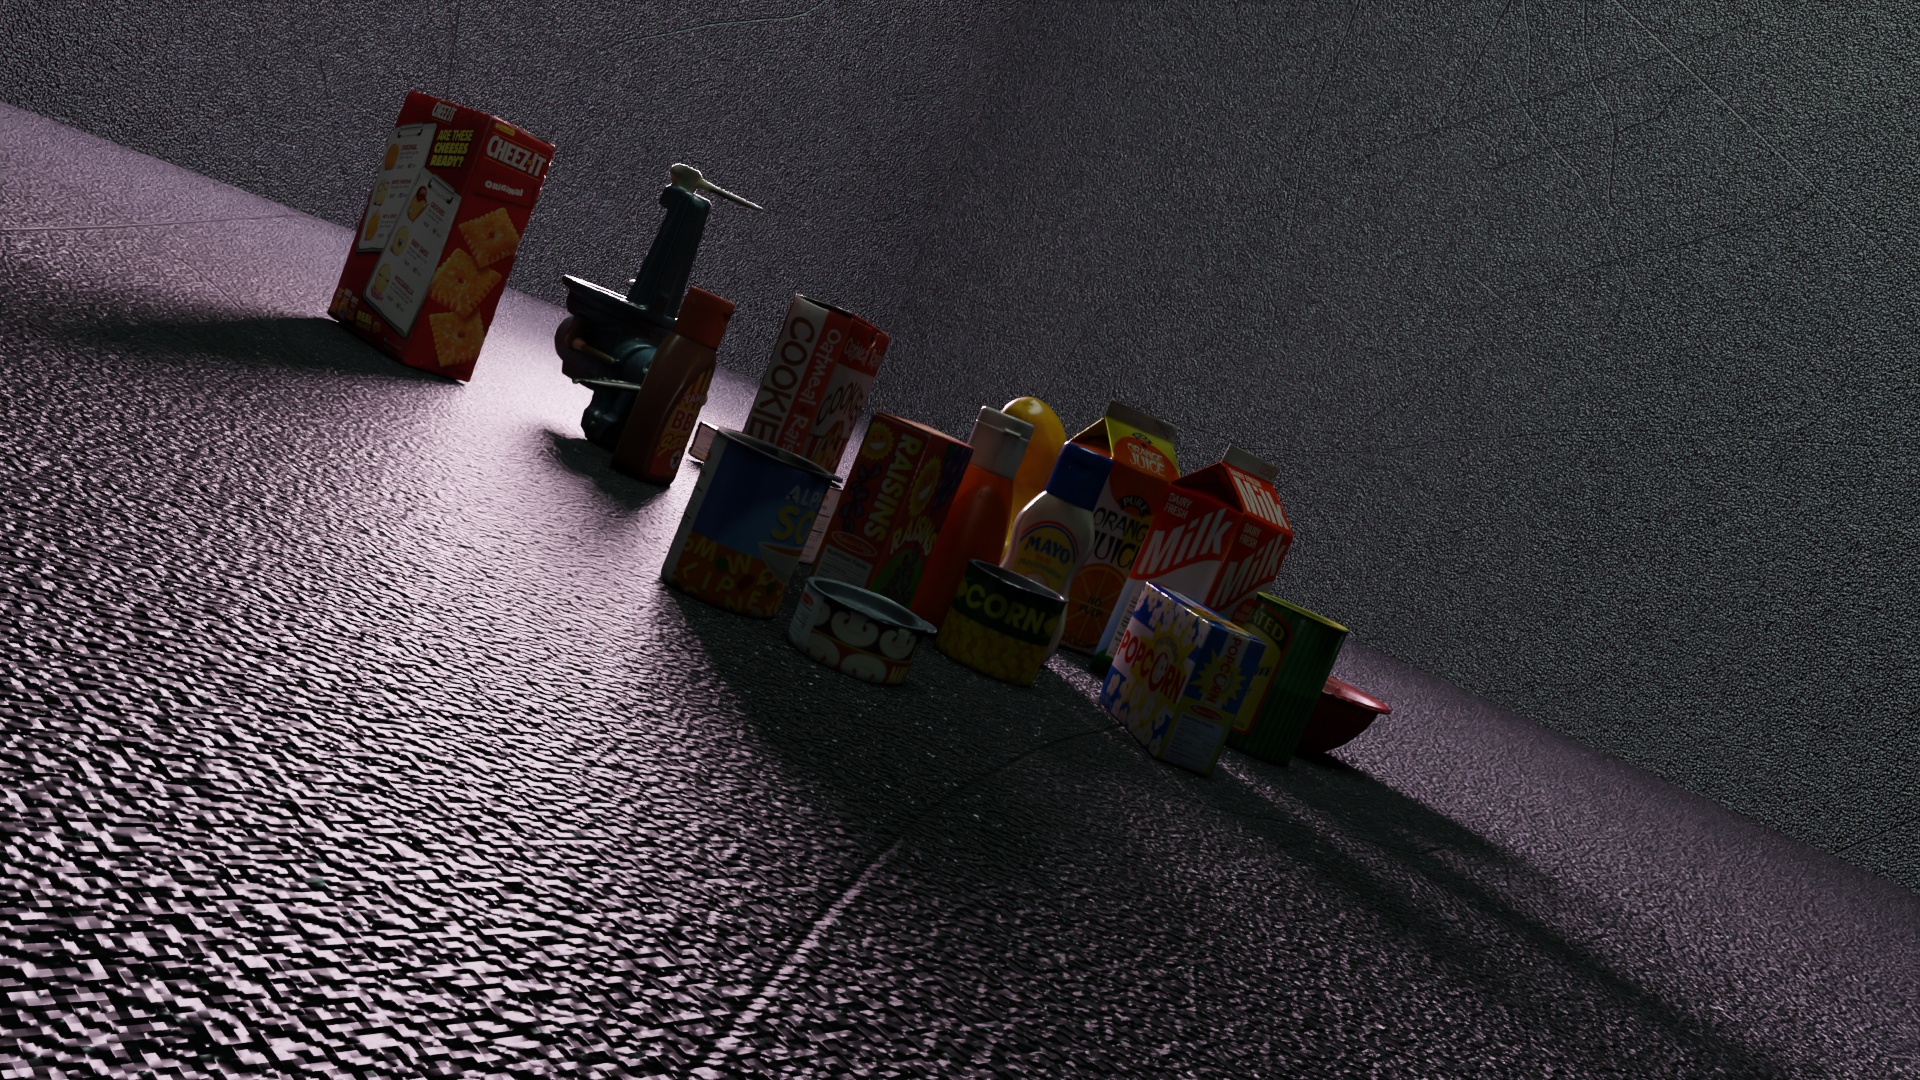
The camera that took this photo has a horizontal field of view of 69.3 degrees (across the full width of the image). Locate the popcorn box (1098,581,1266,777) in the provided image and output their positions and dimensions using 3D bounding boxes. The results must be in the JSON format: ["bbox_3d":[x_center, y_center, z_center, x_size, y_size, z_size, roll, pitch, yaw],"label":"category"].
[{"bbox_3d":[0.131,0.081,0.845,0.038,0.085,0.127,22,5,-13],"label":"popcorn box"}]

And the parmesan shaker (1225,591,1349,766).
[{"bbox_3d":[0.216,0.096,0.952,0.071,0.103,0.071,22,5,-2],"label":"parmesan shaker"}]

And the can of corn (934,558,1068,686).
[{"bbox_3d":[0.024,0.050,0.850,0.071,0.058,0.071,22,5,-2],"label":"can of corn"}]

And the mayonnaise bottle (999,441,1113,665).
[{"bbox_3d":[0.059,0.007,0.943,0.065,0.148,0.041,23,4,3],"label":"mayonnaise bottle"}]

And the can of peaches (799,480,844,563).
[{"bbox_3d":[-0.122,-0.023,0.979,0.071,0.058,0.071,22,5,-2],"label":"can of peaches"}]

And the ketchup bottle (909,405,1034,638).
[{"bbox_3d":[0.003,-0.011,0.888,0.065,0.148,0.043,21,5,-20],"label":"ketchup bottle"}]

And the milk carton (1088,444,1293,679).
[{"bbox_3d":[0.175,0.026,1.007,0.072,0.190,0.073,18,6,-46],"label":"milk carton"}]

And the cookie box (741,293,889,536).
[{"bbox_3d":[-0.099,-0.059,0.844,0.040,0.167,0.123,23,5,5],"label":"cookie box"}]

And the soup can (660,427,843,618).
[{"bbox_3d":[-0.110,-0.008,0.733,0.071,0.083,0.071,22,5,-2],"label":"soup can"}]

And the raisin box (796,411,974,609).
[{"bbox_3d":[-0.042,-0.009,0.812,0.040,0.123,0.086,24,5,18],"label":"raisin box"}]

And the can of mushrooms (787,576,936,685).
[{"bbox_3d":[-0.050,0.047,0.707,0.071,0.033,0.071,22,5,-2],"label":"can of mushrooms"}]

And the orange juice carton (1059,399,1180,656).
[{"bbox_3d":[0.108,-0.011,1.094,0.072,0.192,0.073,20,5,-28],"label":"orange juice carton"}]

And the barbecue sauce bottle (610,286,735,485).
[{"bbox_3d":[-0.215,-0.117,1.049,0.044,0.148,0.065,24,5,11],"label":"barbecue sauce bottle"}]
